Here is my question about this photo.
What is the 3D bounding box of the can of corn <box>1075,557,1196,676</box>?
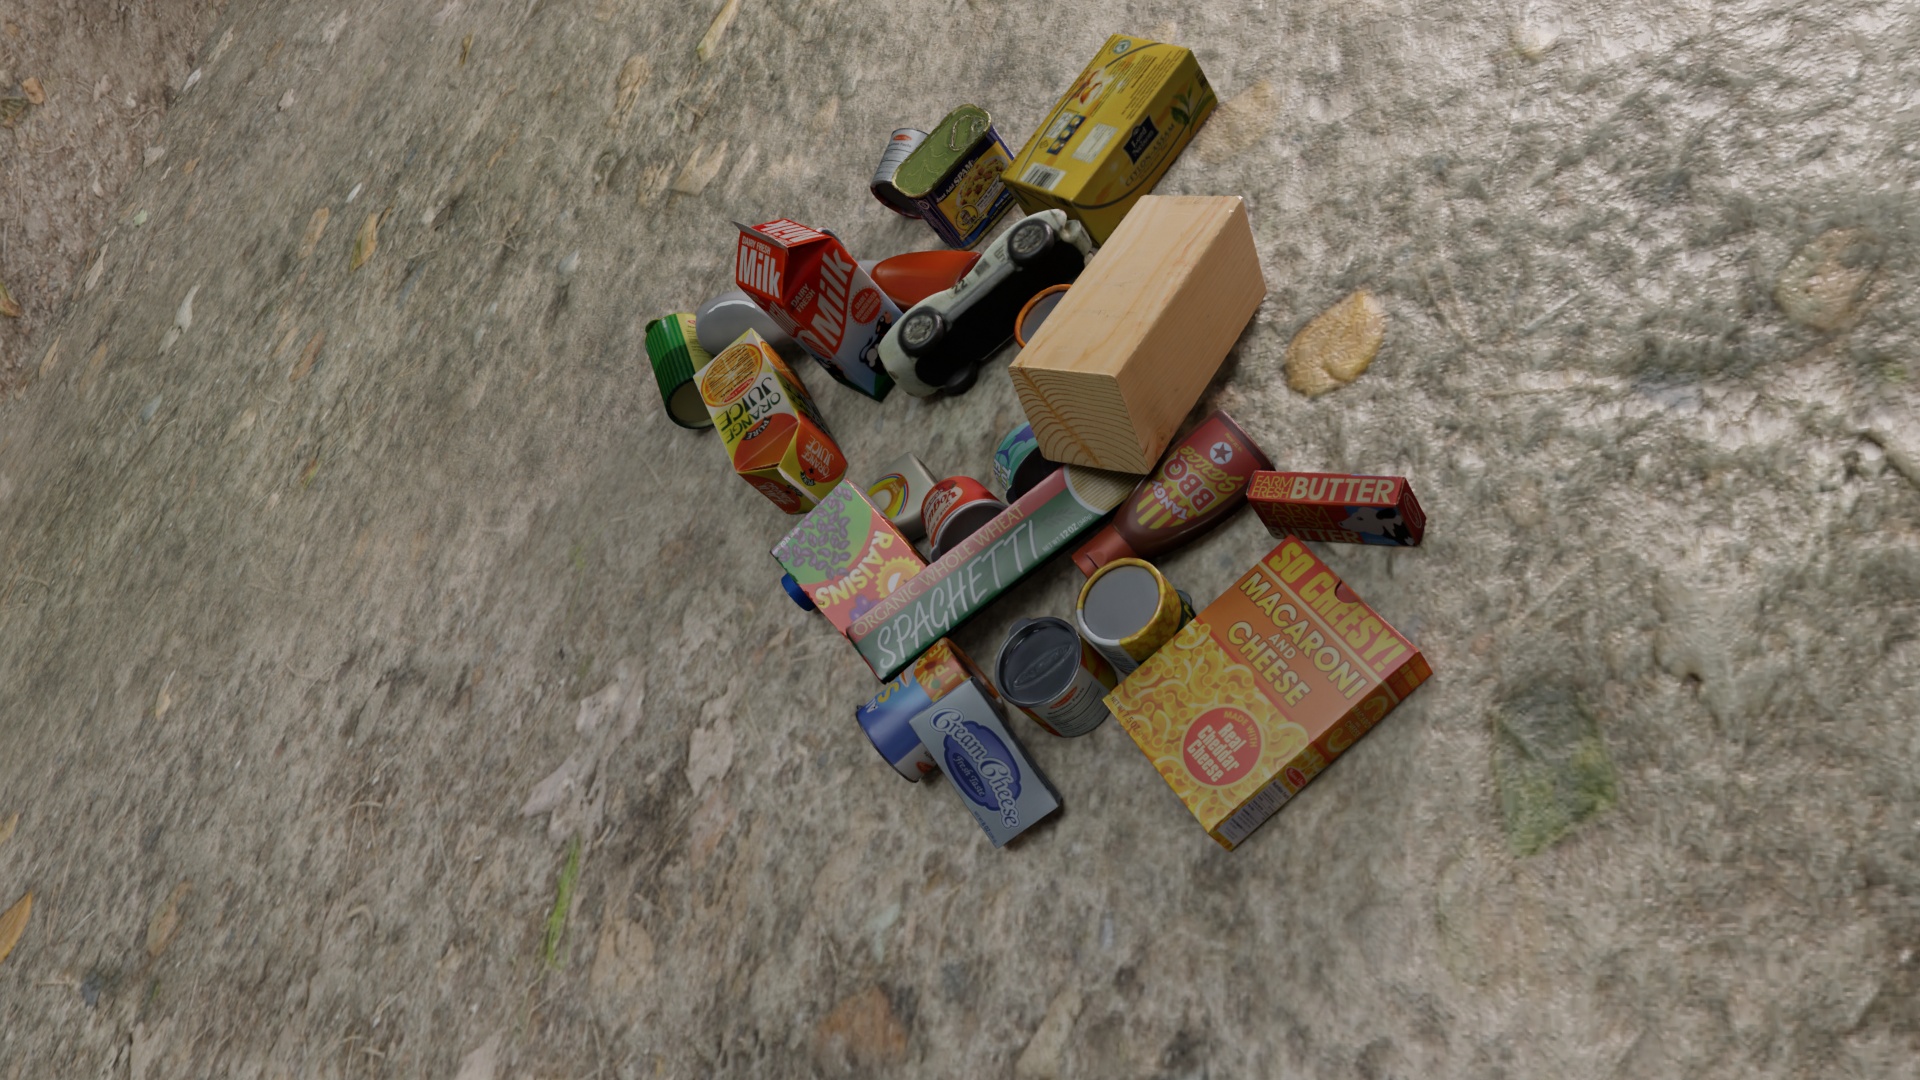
[{"bbox_3d":[0.120,0.051,0.936,0.071,0.058,0.071,-17,53,25],"label":"can of corn"}]

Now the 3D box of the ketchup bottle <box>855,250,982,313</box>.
[{"bbox_3d":[-0.042,-0.230,1.243,0.149,0.043,0.065,13,68,39],"label":"ketchup bottle"}]

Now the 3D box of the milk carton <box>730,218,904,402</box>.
[{"bbox_3d":[-0.118,-0.205,1.177,0.072,0.190,0.073,29,81,43],"label":"milk carton"}]

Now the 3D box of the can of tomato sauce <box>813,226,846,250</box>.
[{"bbox_3d":[-0.152,-0.250,1.316,0.083,0.071,0.071,-19,52,23],"label":"can of tomato sauce"}]

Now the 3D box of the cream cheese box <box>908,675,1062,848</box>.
[{"bbox_3d":[0.017,0.147,0.929,0.053,0.024,0.104,-36,85,7],"label":"cream cheese box"}]

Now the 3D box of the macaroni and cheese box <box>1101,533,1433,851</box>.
[{"bbox_3d":[0.189,0.092,0.873,0.166,0.040,0.124,-42,47,4],"label":"macaroni and cheese box"}]

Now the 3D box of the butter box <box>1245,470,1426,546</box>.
[{"bbox_3d":[0.243,-0.021,0.903,0.103,0.053,0.024,5,63,36],"label":"butter box"}]

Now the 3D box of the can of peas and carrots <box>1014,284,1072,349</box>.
[{"bbox_3d":[0.082,-0.159,1.101,0.071,0.058,0.071,-18,52,24],"label":"can of peas and carrots"}]

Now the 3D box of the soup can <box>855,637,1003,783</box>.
[{"bbox_3d":[-0.023,0.117,0.983,0.084,0.071,0.071,-41,47,4],"label":"soup can"}]

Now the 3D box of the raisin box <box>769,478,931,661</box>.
[{"bbox_3d":[-0.074,0.026,1.066,0.086,0.040,0.123,-44,72,2],"label":"raisin box"}]

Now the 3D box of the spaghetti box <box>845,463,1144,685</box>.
[{"bbox_3d":[0.028,0.012,1.012,0.250,0.028,0.050,-37,77,-1],"label":"spaghetti box"}]

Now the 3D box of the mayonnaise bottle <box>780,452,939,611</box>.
[{"bbox_3d":[-0.078,-0.003,1.118,0.148,0.041,0.065,-40,52,5],"label":"mayonnaise bottle"}]

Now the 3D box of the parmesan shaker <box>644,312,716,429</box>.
[{"bbox_3d":[-0.262,-0.163,1.330,0.071,0.071,0.103,-35,48,10],"label":"parmesan shaker"}]

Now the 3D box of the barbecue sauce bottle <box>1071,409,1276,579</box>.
[{"bbox_3d":[0.146,-0.022,0.974,0.148,0.043,0.065,-40,70,6],"label":"barbecue sauce bottle"}]

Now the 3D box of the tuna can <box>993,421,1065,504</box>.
[{"bbox_3d":[0.058,-0.055,1.042,0.071,0.071,0.033,-43,45,3],"label":"tuna can"}]

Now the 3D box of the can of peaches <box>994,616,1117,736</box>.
[{"bbox_3d":[0.065,0.092,0.947,0.071,0.058,0.071,-18,52,25],"label":"can of peaches"}]

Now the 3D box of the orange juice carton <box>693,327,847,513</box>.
[{"bbox_3d":[-0.163,-0.095,1.216,0.073,0.071,0.193,-39,47,8],"label":"orange juice carton"}]

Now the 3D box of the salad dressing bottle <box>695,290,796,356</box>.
[{"bbox_3d":[-0.169,-0.201,1.286,0.147,0.064,0.044,-2,30,12],"label":"salad dressing bottle"}]

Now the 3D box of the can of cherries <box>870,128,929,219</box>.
[{"bbox_3d":[-0.043,-0.341,1.302,0.071,0.071,0.058,11,75,39],"label":"can of cherries"}]

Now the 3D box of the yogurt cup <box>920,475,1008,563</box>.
[{"bbox_3d":[0.004,-0.013,1.055,0.072,0.072,0.054,-41,39,5],"label":"yogurt cup"}]
